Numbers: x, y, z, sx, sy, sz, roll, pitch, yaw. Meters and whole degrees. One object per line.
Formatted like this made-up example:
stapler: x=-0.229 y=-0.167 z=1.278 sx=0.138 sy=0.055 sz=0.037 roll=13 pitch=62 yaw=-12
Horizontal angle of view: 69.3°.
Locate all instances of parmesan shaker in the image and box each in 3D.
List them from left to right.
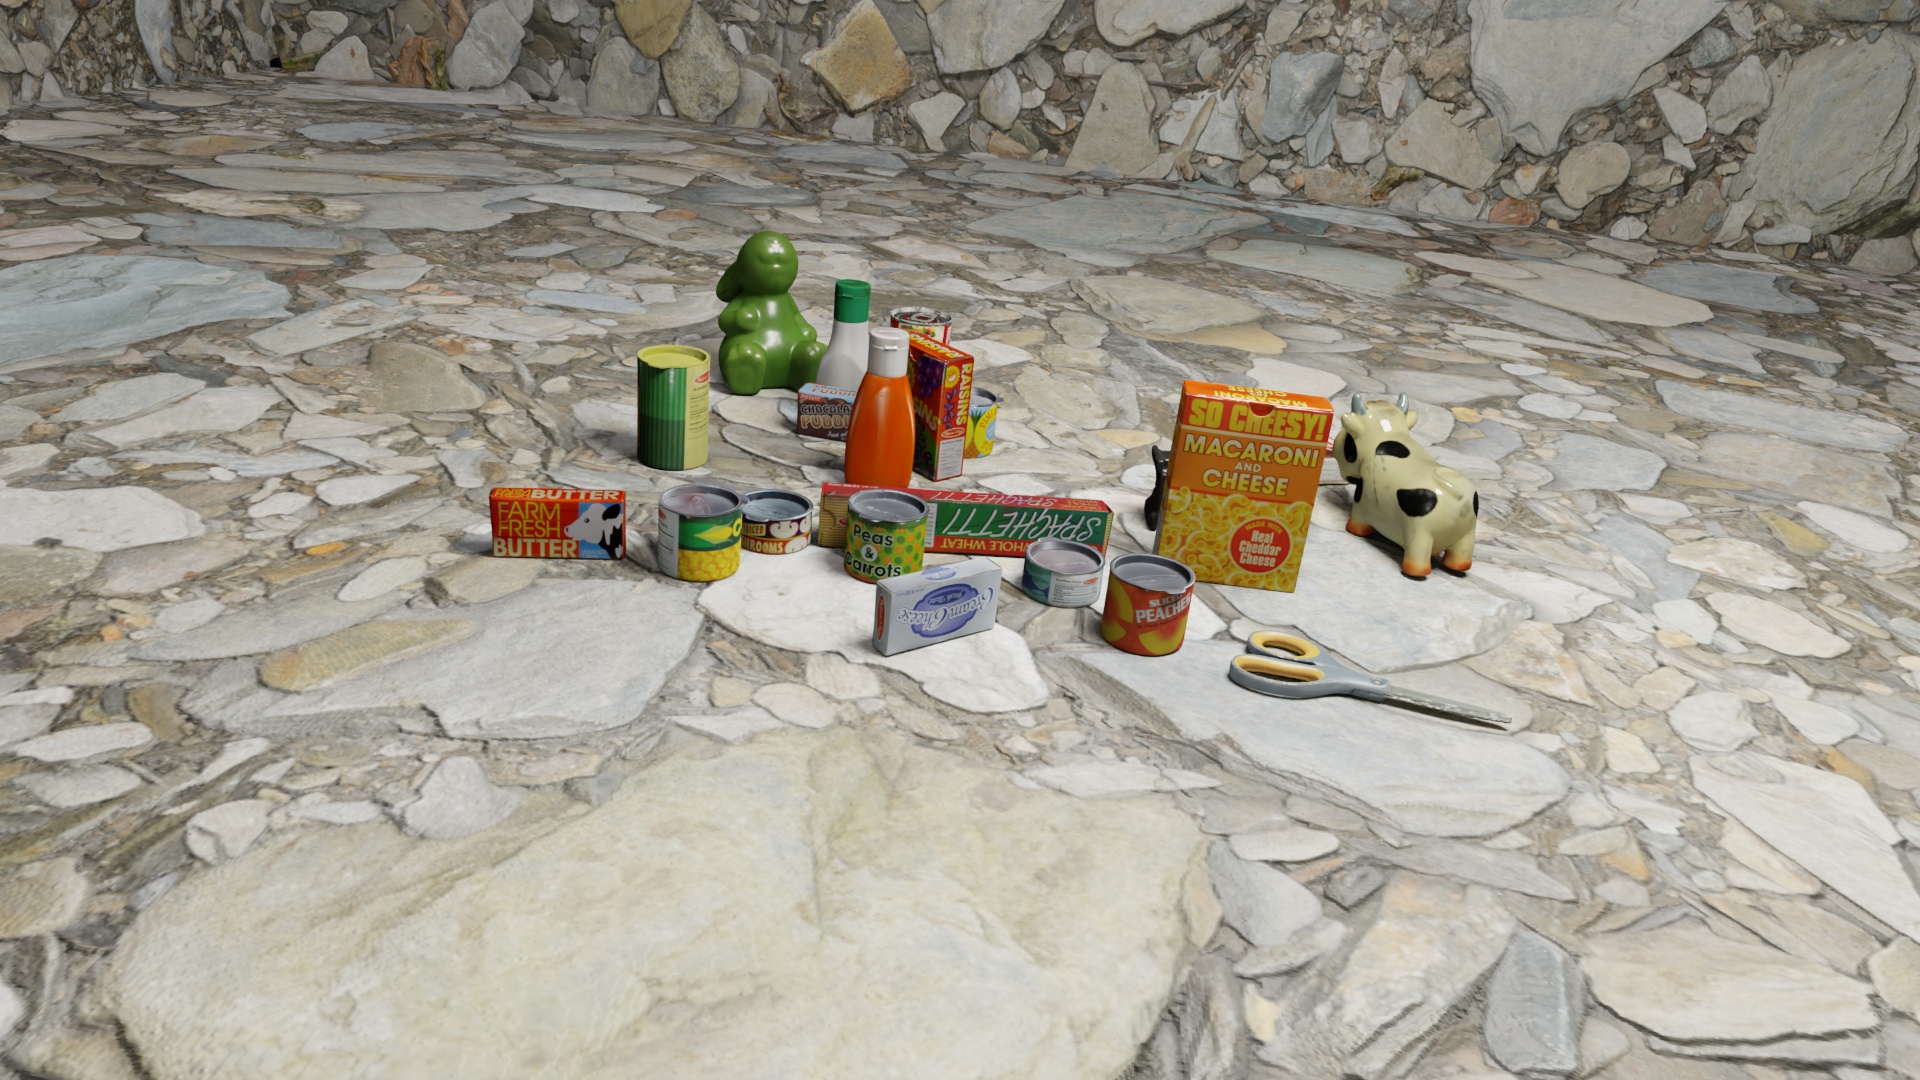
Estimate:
parmesan shaker: x=-0.270 y=-0.123 z=1.294 sx=0.071 sy=0.102 sz=0.071 roll=6 pitch=24 yaw=-2

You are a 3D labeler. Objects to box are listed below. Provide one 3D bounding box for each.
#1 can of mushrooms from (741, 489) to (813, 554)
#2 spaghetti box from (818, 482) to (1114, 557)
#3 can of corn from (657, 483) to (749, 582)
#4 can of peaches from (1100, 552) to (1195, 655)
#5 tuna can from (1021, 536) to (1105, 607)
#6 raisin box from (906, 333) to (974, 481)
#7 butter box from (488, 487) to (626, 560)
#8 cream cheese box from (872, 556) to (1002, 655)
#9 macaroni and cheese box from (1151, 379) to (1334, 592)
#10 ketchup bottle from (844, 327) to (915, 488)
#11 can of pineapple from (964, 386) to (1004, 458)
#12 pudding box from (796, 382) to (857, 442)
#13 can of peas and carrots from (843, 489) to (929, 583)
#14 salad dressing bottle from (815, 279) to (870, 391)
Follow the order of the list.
can of mushrooms: x=-0.159 y=-0.015 z=1.167 sx=0.071 sy=0.033 sz=0.071 roll=6 pitch=24 yaw=-2
spaghetti box: x=0.004 y=-0.015 z=1.188 sx=0.250 sy=0.050 sz=0.029 roll=3 pitch=24 yaw=-8
can of corn: x=-0.205 y=-0.007 z=1.105 sx=0.071 sy=0.058 sz=0.071 roll=6 pitch=24 yaw=-2
can of peaches: x=0.144 y=0.050 z=1.069 sx=0.071 sy=0.057 sz=0.071 roll=6 pitch=24 yaw=-2
tuna can: x=0.083 y=0.026 z=1.138 sx=0.071 sy=0.032 sz=0.071 roll=6 pitch=24 yaw=-2
raisin box: x=-0.033 y=-0.130 z=1.347 sx=0.040 sy=0.122 sz=0.086 roll=-13 pitch=30 yaw=-38
butter box: x=-0.317 y=-0.014 z=1.097 sx=0.103 sy=0.053 sz=0.024 roll=2 pitch=24 yaw=-11
cream cheese box: x=-0.018 y=0.048 z=1.036 sx=0.104 sy=0.053 sz=0.024 roll=-12 pitch=30 yaw=-36
macaroni and cheese box: x=0.236 y=-0.044 z=1.171 sx=0.124 sy=0.165 sz=0.040 roll=7 pitch=23 yaw=1
ketchup bottle: x=-0.071 y=-0.121 z=1.285 sx=0.065 sy=0.148 sz=0.044 roll=2 pitch=24 yaw=-11
can of pineapple: x=0.005 y=-0.121 z=1.417 sx=0.071 sy=0.057 sz=0.071 roll=6 pitch=24 yaw=-2
pudding box: x=-0.122 y=-0.128 z=1.411 sx=0.084 sy=0.049 sz=0.030 roll=10 pitch=24 yaw=8
can of peas and carrots: x=-0.062 y=-0.002 z=1.132 sx=0.071 sy=0.058 sz=0.071 roll=6 pitch=24 yaw=-2
salad dressing bottle: x=-0.116 y=-0.195 z=1.442 sx=0.064 sy=0.147 sz=0.044 roll=11 pitch=24 yaw=10
